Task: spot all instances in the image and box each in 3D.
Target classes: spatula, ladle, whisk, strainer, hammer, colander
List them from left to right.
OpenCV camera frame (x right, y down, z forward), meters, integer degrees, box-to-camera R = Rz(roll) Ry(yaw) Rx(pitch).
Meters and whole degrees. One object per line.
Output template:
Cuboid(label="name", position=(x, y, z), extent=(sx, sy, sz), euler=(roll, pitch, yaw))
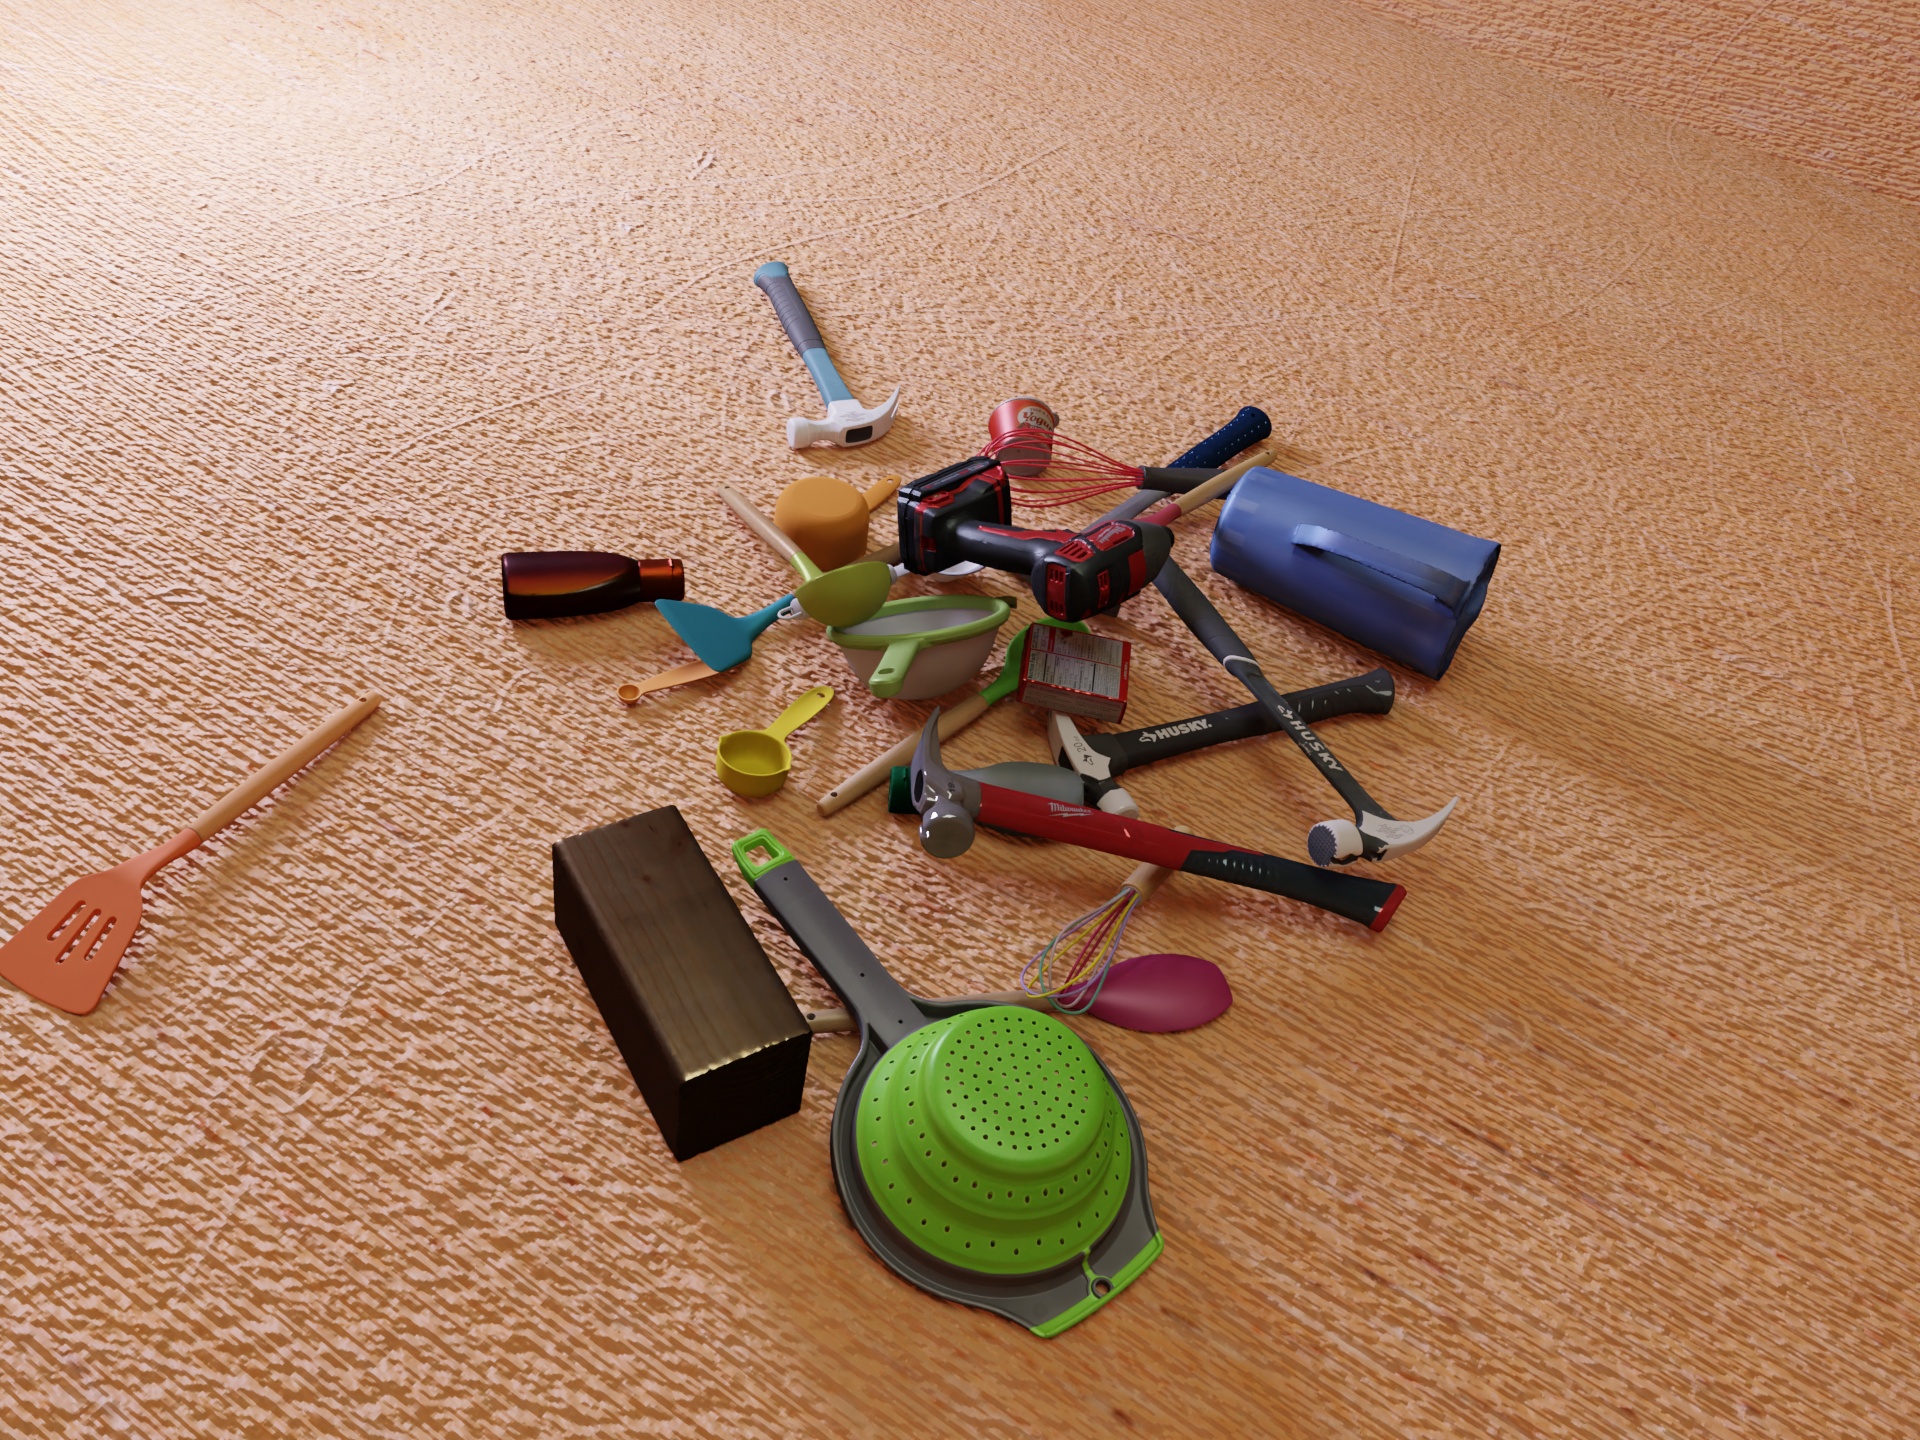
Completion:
Cuboid(label="spatula", position=(-0.516, 0.073, 1.109), extent=(0.081, 0.041, 0.323), euler=(23, 40, 12))
Cuboid(label="ladle", position=(-0.149, -0.158, 1.357), extent=(0.078, 0.062, 0.320), euler=(-15, 32, -23))
Cuboid(label="hammer", position=(-0.158, -0.392, 1.675), extent=(0.128, 0.033, 0.331), euler=(-9, 46, -20))
Cuboid(label="spatula", position=(-0.123, -0.118, 1.382), extent=(0.317, 0.044, 0.082), euler=(-31, 71, -38))
Cuboid(label="strainer", position=(-0.060, -0.128, 1.392), extent=(0.258, 0.050, 0.087), euler=(-25, 53, -39))
Cuboid(label="strainer", position=(-0.037, -0.039, 1.251), extent=(0.151, 0.069, 0.256), euler=(-4, 17, 8))
Cuboid(label="colander", position=(-0.024, 0.190, 1.012), extent=(0.204, 0.094, 0.397), euler=(-26, 59, -31))
Cuboid(label="whisk", position=(0.152, -0.232, 1.505), extent=(0.295, 0.073, 0.073), euler=(2, 43, -20))
Cuboid(label="whisk", position=(0.118, 0.137, 1.147), extent=(0.051, 0.047, 0.245), euler=(40, 39, 10))
Cuboid(label="hammer", position=(0.195, -0.221, 1.568), extent=(0.144, 0.035, 0.405), euler=(33, 47, 22))
Cuboid(label="hammer", position=(0.150, 0.084, 1.176), extent=(0.386, 0.038, 0.143), euler=(15, 31, -14))
Cuboid(label="ladle", position=(0.211, -0.199, 1.458), extent=(0.069, 0.031, 0.315), euler=(33, 42, 24))
Cuboid(label="hammer", position=(0.228, -0.001, 1.340), extent=(0.334, 0.035, 0.146), euler=(-13, 48, -24))
Cuboid(label="hammer", position=(0.249, -0.034, 1.322), extent=(0.149, 0.036, 0.409), euler=(-5, 43, -30))

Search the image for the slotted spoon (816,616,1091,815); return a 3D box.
Cuboid(label="slotted spoon", position=(-0.002, -0.004, 1.300), extent=(0.070, 0.031, 0.314), euler=(30, 47, 31))

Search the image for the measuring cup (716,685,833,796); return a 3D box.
Cuboid(label="measuring cup", position=(-0.140, 0.014, 1.258), extent=(0.062, 0.029, 0.156), euler=(23, 32, 13))

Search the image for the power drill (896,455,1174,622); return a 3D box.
Cuboid(label="power drill", position=(0.064, -0.150, 1.319), extent=(0.220, 0.078, 0.143), euler=(23, 39, 38))

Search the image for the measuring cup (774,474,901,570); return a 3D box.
Cuboid(label="measuring cup", position=(-0.103, -0.205, 1.472), extent=(0.095, 0.052, 0.174), euler=(29, 47, 18))

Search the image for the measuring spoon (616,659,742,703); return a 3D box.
Cuboid(label="measuring spoon", position=(-0.227, -0.033, 1.296), extent=(0.117, 0.011, 0.021), euler=(-20, 52, -35))

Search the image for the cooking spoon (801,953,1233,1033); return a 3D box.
Cuboid(label="cooking spoon", position=(0.039, 0.195, 1.100), extent=(0.318, 0.017, 0.069), euler=(-3, 42, -16))
